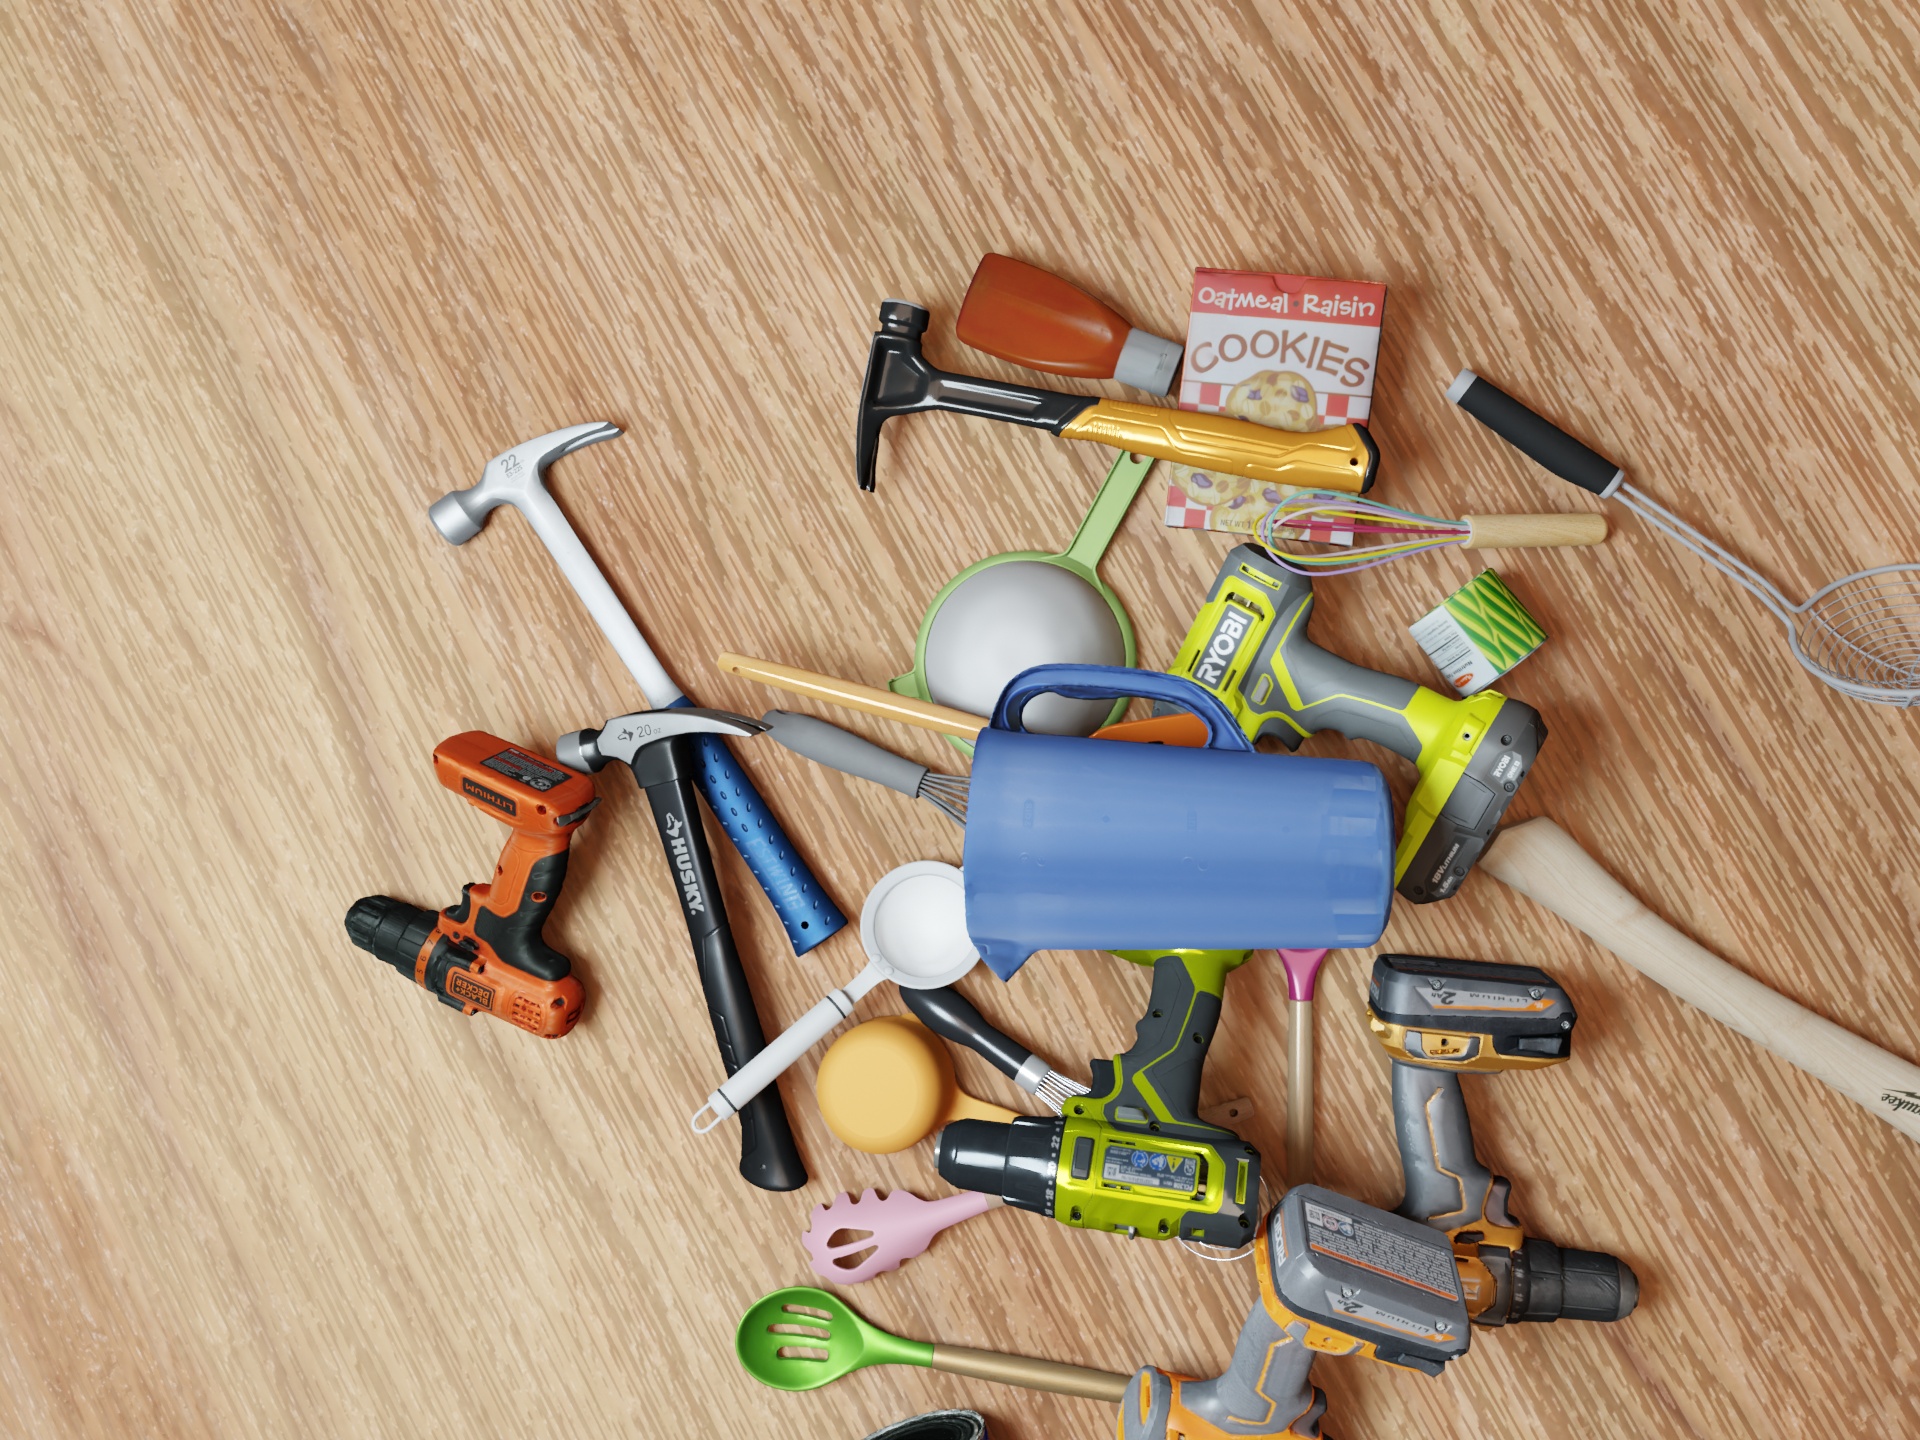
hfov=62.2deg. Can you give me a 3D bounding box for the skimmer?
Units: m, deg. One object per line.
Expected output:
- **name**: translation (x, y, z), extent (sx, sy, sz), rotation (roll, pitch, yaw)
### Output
- **skimmer**: translation (0.475, -0.131, 0.993), extent (0.363, 0.090, 0.127), rotation (37, 60, 9)

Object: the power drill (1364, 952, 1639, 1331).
- **power drill**: translation (0.335, 0.270, 0.999), extent (0.185, 0.084, 0.226), rotation (5, 93, 7)

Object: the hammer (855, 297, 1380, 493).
- **hammer**: translation (0.097, -0.183, 1.023), extent (0.337, 0.034, 0.127), rotation (12, 94, 12)

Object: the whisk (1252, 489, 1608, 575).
- **whisk**: translation (0.299, -0.122, 1.006), extent (0.245, 0.047, 0.051), rotation (-3, 106, -15)

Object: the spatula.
- **spatula**: translation (-0.002, -0.003, 1.019), extent (0.322, 0.041, 0.081), rotation (15, 127, 11)

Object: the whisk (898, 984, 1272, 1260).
- **whisk**: translation (0.073, 0.248, 1.025), extent (0.285, 0.070, 0.070), rotation (32, 91, 20)

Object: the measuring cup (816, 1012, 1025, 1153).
- **measuring cup**: translation (-0.013, 0.254, 1.040), extent (0.174, 0.052, 0.095), rotation (18, 90, 15)

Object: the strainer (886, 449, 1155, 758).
- **strainer**: translation (0.066, -0.087, 1.046), extent (0.151, 0.069, 0.256), rotation (29, 93, 7)

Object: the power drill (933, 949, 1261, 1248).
- **power drill**: translation (0.093, 0.199, 0.979), extent (0.190, 0.080, 0.229), rotation (6, 61, 10)

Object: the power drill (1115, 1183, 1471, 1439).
- **power drill**: translation (0.213, 0.397, 0.964), extent (0.164, 0.084, 0.226), rotation (22, 120, -7)

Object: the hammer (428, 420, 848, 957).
- **hammer**: translation (-0.200, -0.022, 1.090), extent (0.144, 0.035, 0.405), rotation (-35, 85, 4)

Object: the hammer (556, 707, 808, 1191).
- **hammer**: translation (-0.158, 0.152, 1.056), extent (0.146, 0.035, 0.335), rotation (-14, 94, 20)

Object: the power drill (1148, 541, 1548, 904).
- **power drill**: translation (0.234, 0.012, 1.004), extent (0.223, 0.080, 0.171), rotation (31, 109, 18)

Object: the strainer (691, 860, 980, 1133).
- **strainer**: translation (-0.073, 0.179, 1.038), extent (0.258, 0.050, 0.087), rotation (-39, 69, -16)

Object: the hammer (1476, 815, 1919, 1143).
- **hammer**: translation (0.508, 0.197, 1.003), extent (0.411, 0.038, 0.146), rotation (32, 93, 7)

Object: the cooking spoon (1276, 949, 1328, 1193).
- **cooking spoon**: translation (0.223, 0.209, 1.043), extent (0.069, 0.017, 0.319), rotation (0, 87, 11)

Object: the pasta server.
- **pasta server**: translation (0.043, 0.307, 1.057), extent (0.316, 0.040, 0.060), rotation (-20, 86, 1)

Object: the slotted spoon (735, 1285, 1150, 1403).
- **slotted spoon**: translation (0.007, 0.428, 1.055), extent (0.314, 0.031, 0.070), rotation (8, 89, 5)

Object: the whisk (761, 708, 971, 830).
- **whisk**: translation (-0.026, 0.040, 1.067), extent (0.239, 0.055, 0.055), rotation (21, 90, 11)
